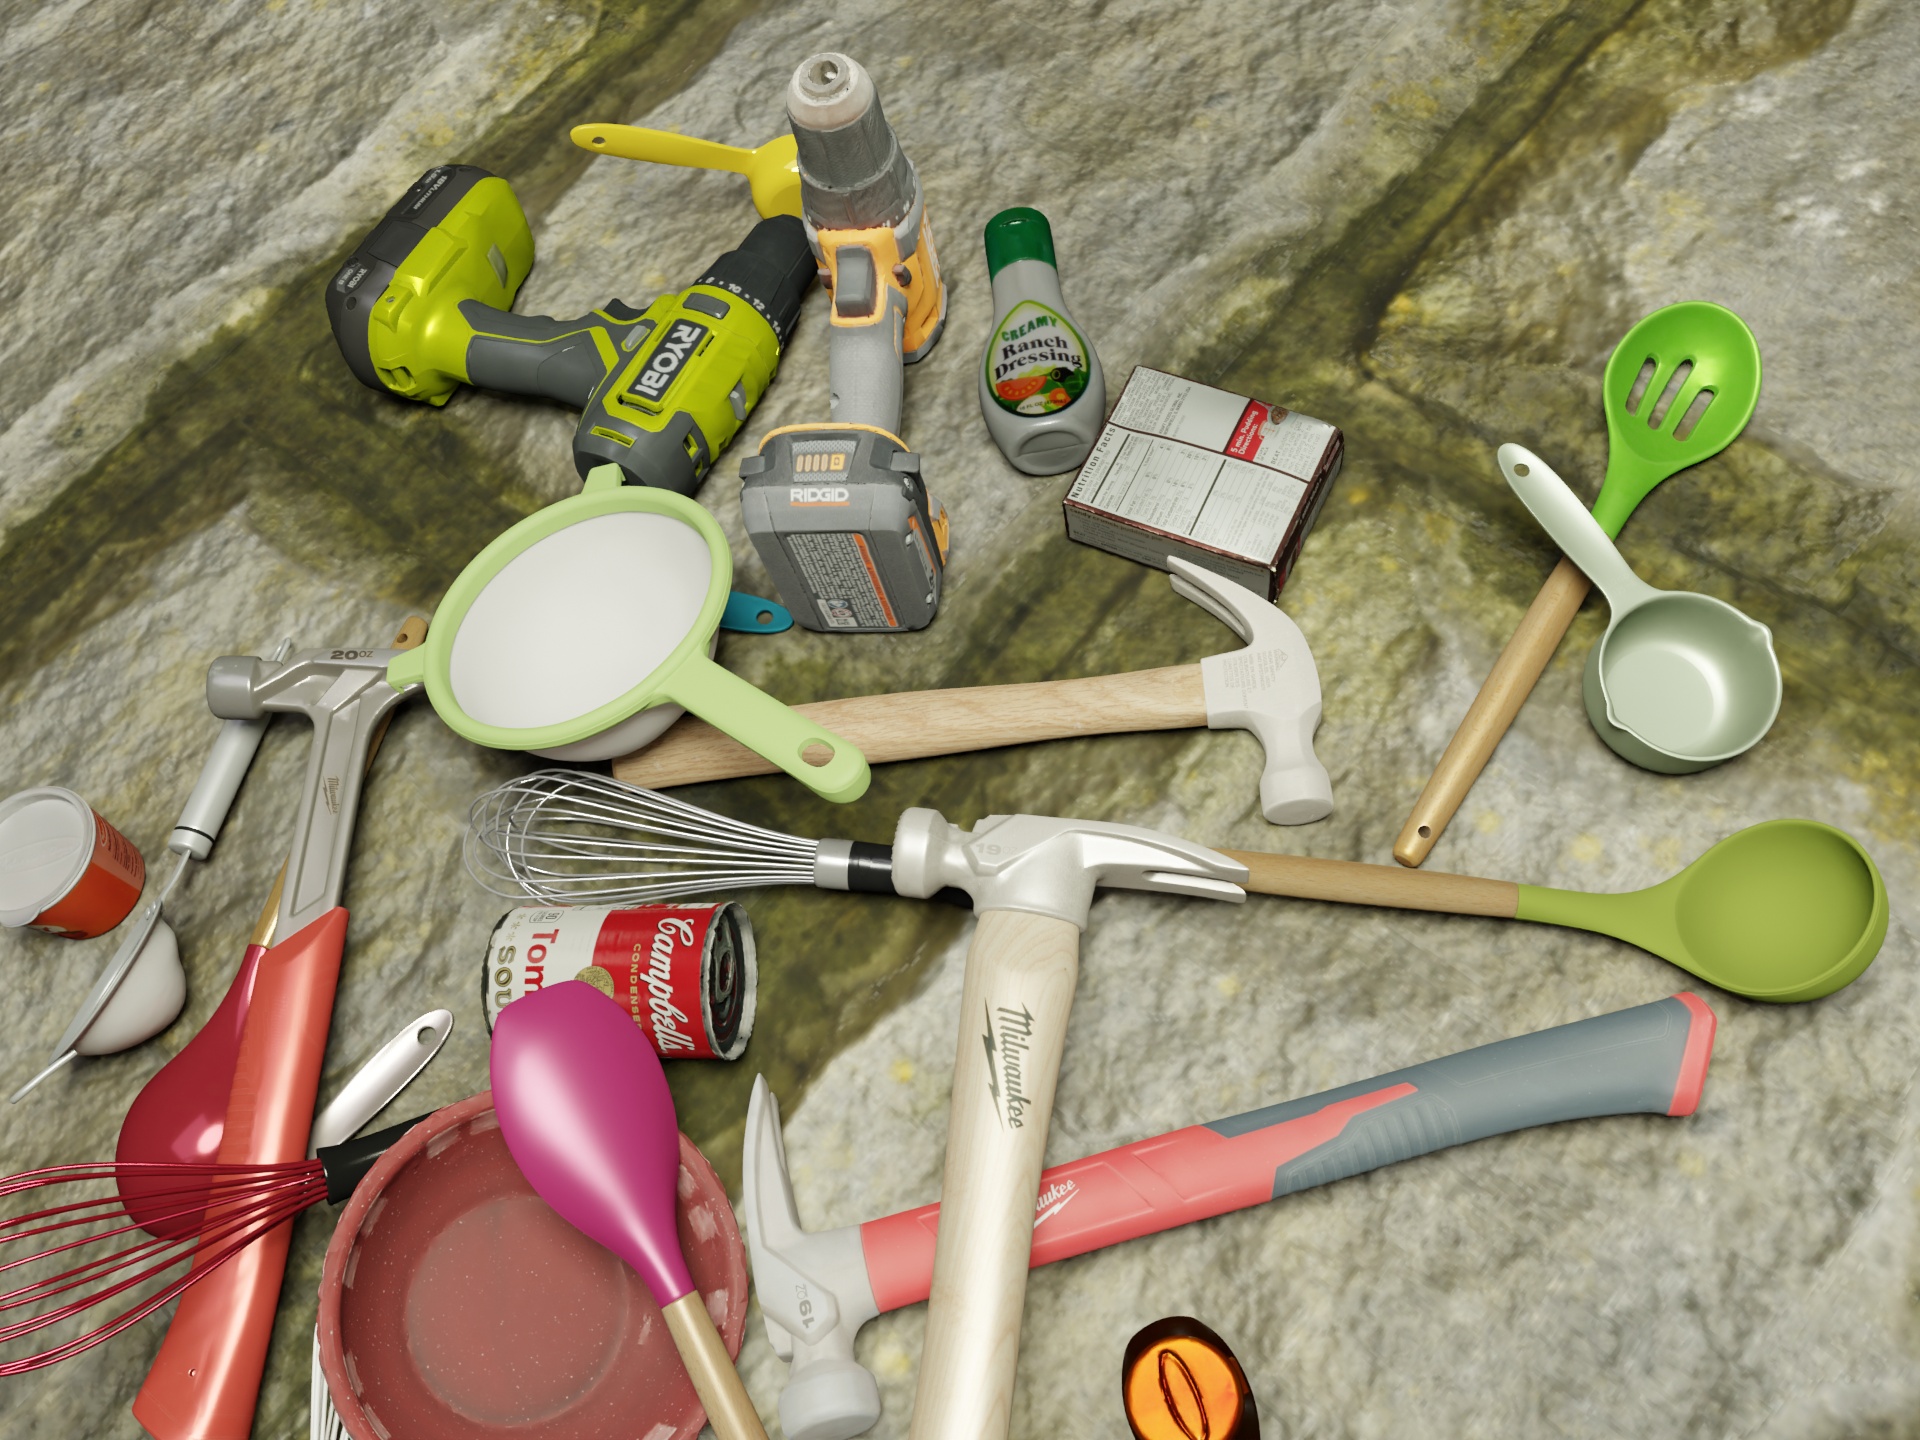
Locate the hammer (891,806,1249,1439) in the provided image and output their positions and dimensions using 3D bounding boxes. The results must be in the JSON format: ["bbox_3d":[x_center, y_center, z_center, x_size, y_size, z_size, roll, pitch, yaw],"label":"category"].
[{"bbox_3d":[0.013,0.221,0.567,0.146,0.038,0.411,5,60,11],"label":"hammer"}]

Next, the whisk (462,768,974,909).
[{"bbox_3d":[-0.088,0.063,0.717,0.284,0.070,0.070,5,65,8],"label":"whisk"}]

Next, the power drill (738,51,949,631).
[{"bbox_3d":[-0.051,-0.177,0.754,0.084,0.185,0.226,0,68,8],"label":"power drill"}]

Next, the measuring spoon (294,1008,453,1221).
[{"bbox_3d":[-0.275,0.179,0.717,0.034,0.018,0.124,37,69,14],"label":"measuring spoon"}]

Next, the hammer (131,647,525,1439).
[{"bbox_3d":[-0.289,0.132,0.708,0.149,0.036,0.359,2,64,-4],"label":"hammer"}]

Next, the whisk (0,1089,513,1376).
[{"bbox_3d":[-0.273,0.188,0.631,0.295,0.073,0.073,-12,59,-28],"label":"whisk"}]

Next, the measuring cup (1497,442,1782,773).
[{"bbox_3d":[0.285,-0.050,0.699,0.083,0.038,0.168,-29,71,-8],"label":"measuring cup"}]

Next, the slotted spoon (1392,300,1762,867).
[{"bbox_3d":[0.277,-0.065,0.726,0.070,0.031,0.314,33,76,7],"label":"slotted spoon"}]

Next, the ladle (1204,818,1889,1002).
[{"bbox_3d":[0.202,0.065,0.653,0.320,0.062,0.078,5,54,11],"label":"ladle"}]

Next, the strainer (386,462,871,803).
[{"bbox_3d":[-0.127,-0.013,0.710,0.257,0.069,0.151,28,68,33],"label":"strainer"}]

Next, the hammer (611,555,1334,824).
[{"bbox_3d":[-0.001,-0.002,0.743,0.331,0.031,0.130,-6,64,8],"label":"hammer"}]

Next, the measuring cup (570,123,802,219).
[{"bbox_3d":[-0.133,-0.297,0.865,0.156,0.062,0.029,1,64,-26],"label":"measuring cup"}]

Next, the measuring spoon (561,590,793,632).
[{"bbox_3d":[-0.147,-0.057,0.808,0.128,0.021,0.042,10,67,5],"label":"measuring spoon"}]

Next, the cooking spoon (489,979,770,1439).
[{"bbox_3d":[-0.096,0.245,0.607,0.068,0.017,0.319,-20,75,-33],"label":"cooking spoon"}]

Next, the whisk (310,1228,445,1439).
[{"bbox_3d":[-0.252,0.318,0.630,0.059,0.057,0.246,-10,60,45],"label":"whisk"}]

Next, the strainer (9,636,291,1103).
[{"bbox_3d":[-0.375,0.067,0.772,0.087,0.050,0.259,-25,44,48],"label":"strainer"}]

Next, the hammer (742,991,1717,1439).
[{"bbox_3d":[0.105,0.162,0.636,0.386,0.038,0.143,-16,54,0],"label":"hammer"}]

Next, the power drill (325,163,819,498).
[{"bbox_3d":[-0.202,-0.221,0.861,0.228,0.080,0.191,21,65,16],"label":"power drill"}]

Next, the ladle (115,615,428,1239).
[{"bbox_3d":[-0.320,0.086,0.762,0.069,0.031,0.316,9,65,15],"label":"ladle"}]
